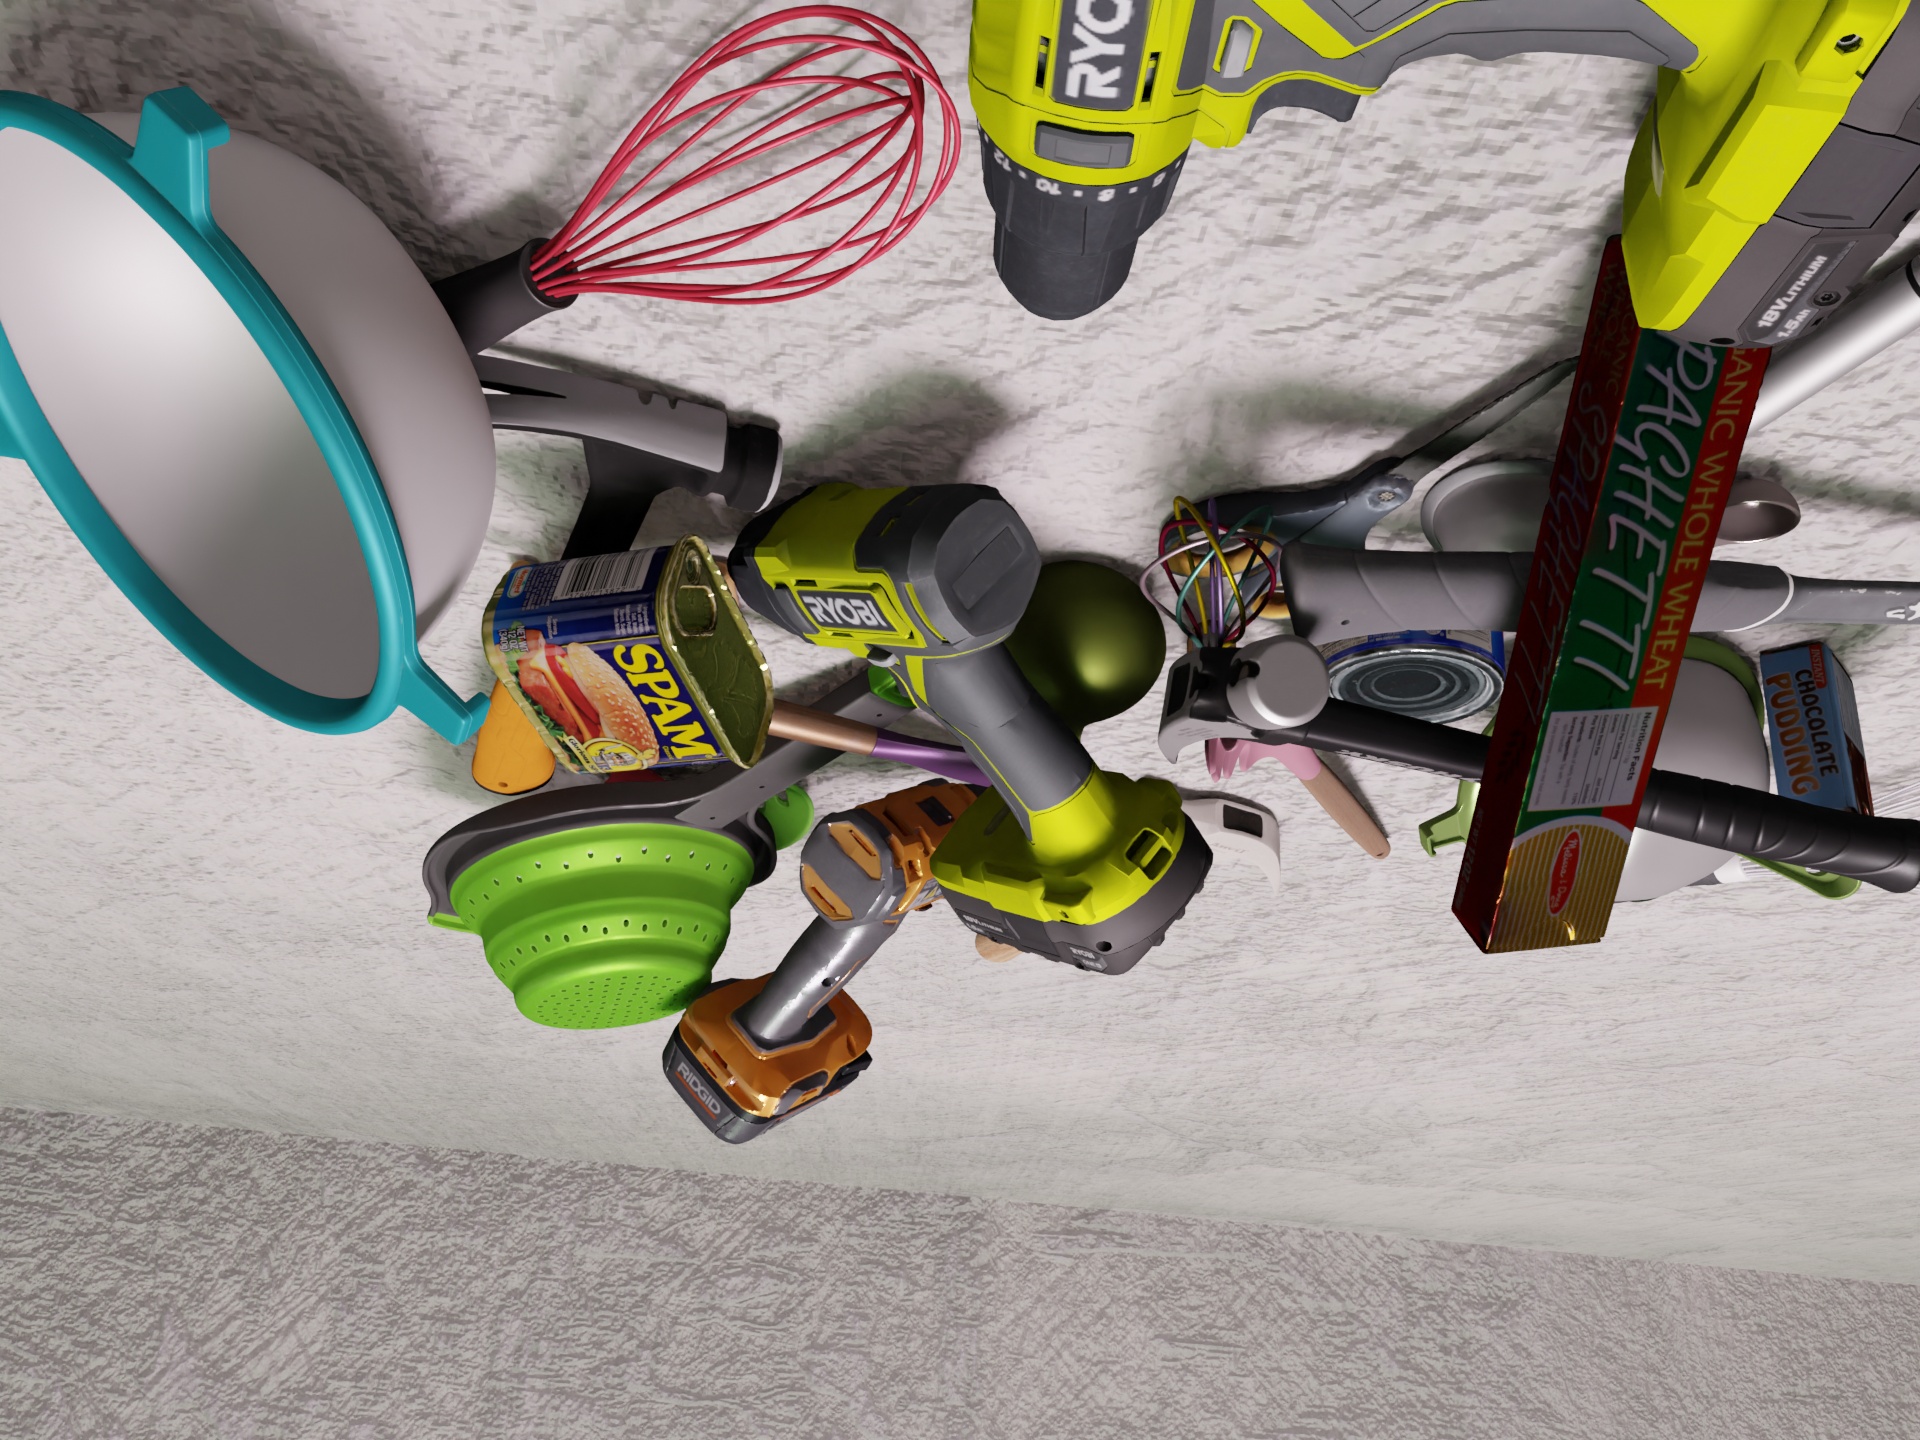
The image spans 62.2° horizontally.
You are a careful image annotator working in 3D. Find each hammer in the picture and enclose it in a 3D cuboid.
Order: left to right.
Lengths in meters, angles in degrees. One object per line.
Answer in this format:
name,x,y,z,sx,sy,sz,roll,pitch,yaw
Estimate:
hammer,-0.191,-0.044,0.729,0.127,0.034,0.336,12,150,-20
hammer,0.097,0.115,1.066,0.130,0.031,0.331,15,154,-20
hammer,0.238,0.024,0.638,0.334,0.035,0.146,12,172,-12
hammer,0.313,-0.046,0.586,0.409,0.036,0.149,0,149,-9

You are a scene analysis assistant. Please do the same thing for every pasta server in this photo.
pasta server,0.192,0.038,0.837,0.060,0.040,0.316,-24,154,18

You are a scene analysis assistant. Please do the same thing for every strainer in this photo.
strainer,-0.270,-0.116,0.553,0.340,0.095,0.210,12,130,38
strainer,0.252,-0.093,0.569,0.086,0.050,0.258,28,147,-14
strainer,0.356,0.056,0.752,0.256,0.069,0.151,22,119,-25

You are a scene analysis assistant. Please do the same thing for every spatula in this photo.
spatula,-0.067,0.004,0.765,0.315,0.018,0.060,15,163,-25

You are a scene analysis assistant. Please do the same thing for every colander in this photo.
colander,-0.145,0.085,0.879,0.397,0.095,0.204,-31,148,33

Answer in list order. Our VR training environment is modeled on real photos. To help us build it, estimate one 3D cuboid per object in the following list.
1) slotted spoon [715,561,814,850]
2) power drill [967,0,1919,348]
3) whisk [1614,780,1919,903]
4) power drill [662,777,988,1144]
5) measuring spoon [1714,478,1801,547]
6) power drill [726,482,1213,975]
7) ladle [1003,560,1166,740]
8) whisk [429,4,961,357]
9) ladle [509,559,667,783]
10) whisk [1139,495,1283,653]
slotted spoon,-0.118,0.001,0.861,0.070,0.031,0.313,0,154,-3
power drill,0.114,-0.161,0.400,0.228,0.080,0.190,8,155,1
whisk,0.460,0.074,0.882,0.070,0.070,0.284,22,155,-33
power drill,-0.053,0.123,0.908,0.185,0.084,0.226,-14,143,-57
measuring spoon,0.280,-0.072,0.643,0.034,0.018,0.124,16,160,-23
power drill,-0.001,-0.002,0.675,0.171,0.080,0.223,7,139,51
ladle,0.058,0.005,0.831,0.078,0.062,0.320,15,164,7
whisk,-0.118,-0.146,0.503,0.296,0.073,0.073,-8,154,40
ladle,-0.195,-0.001,0.875,0.069,0.031,0.315,4,154,5
whisk,0.106,-0.042,0.673,0.047,0.051,0.244,33,174,13
